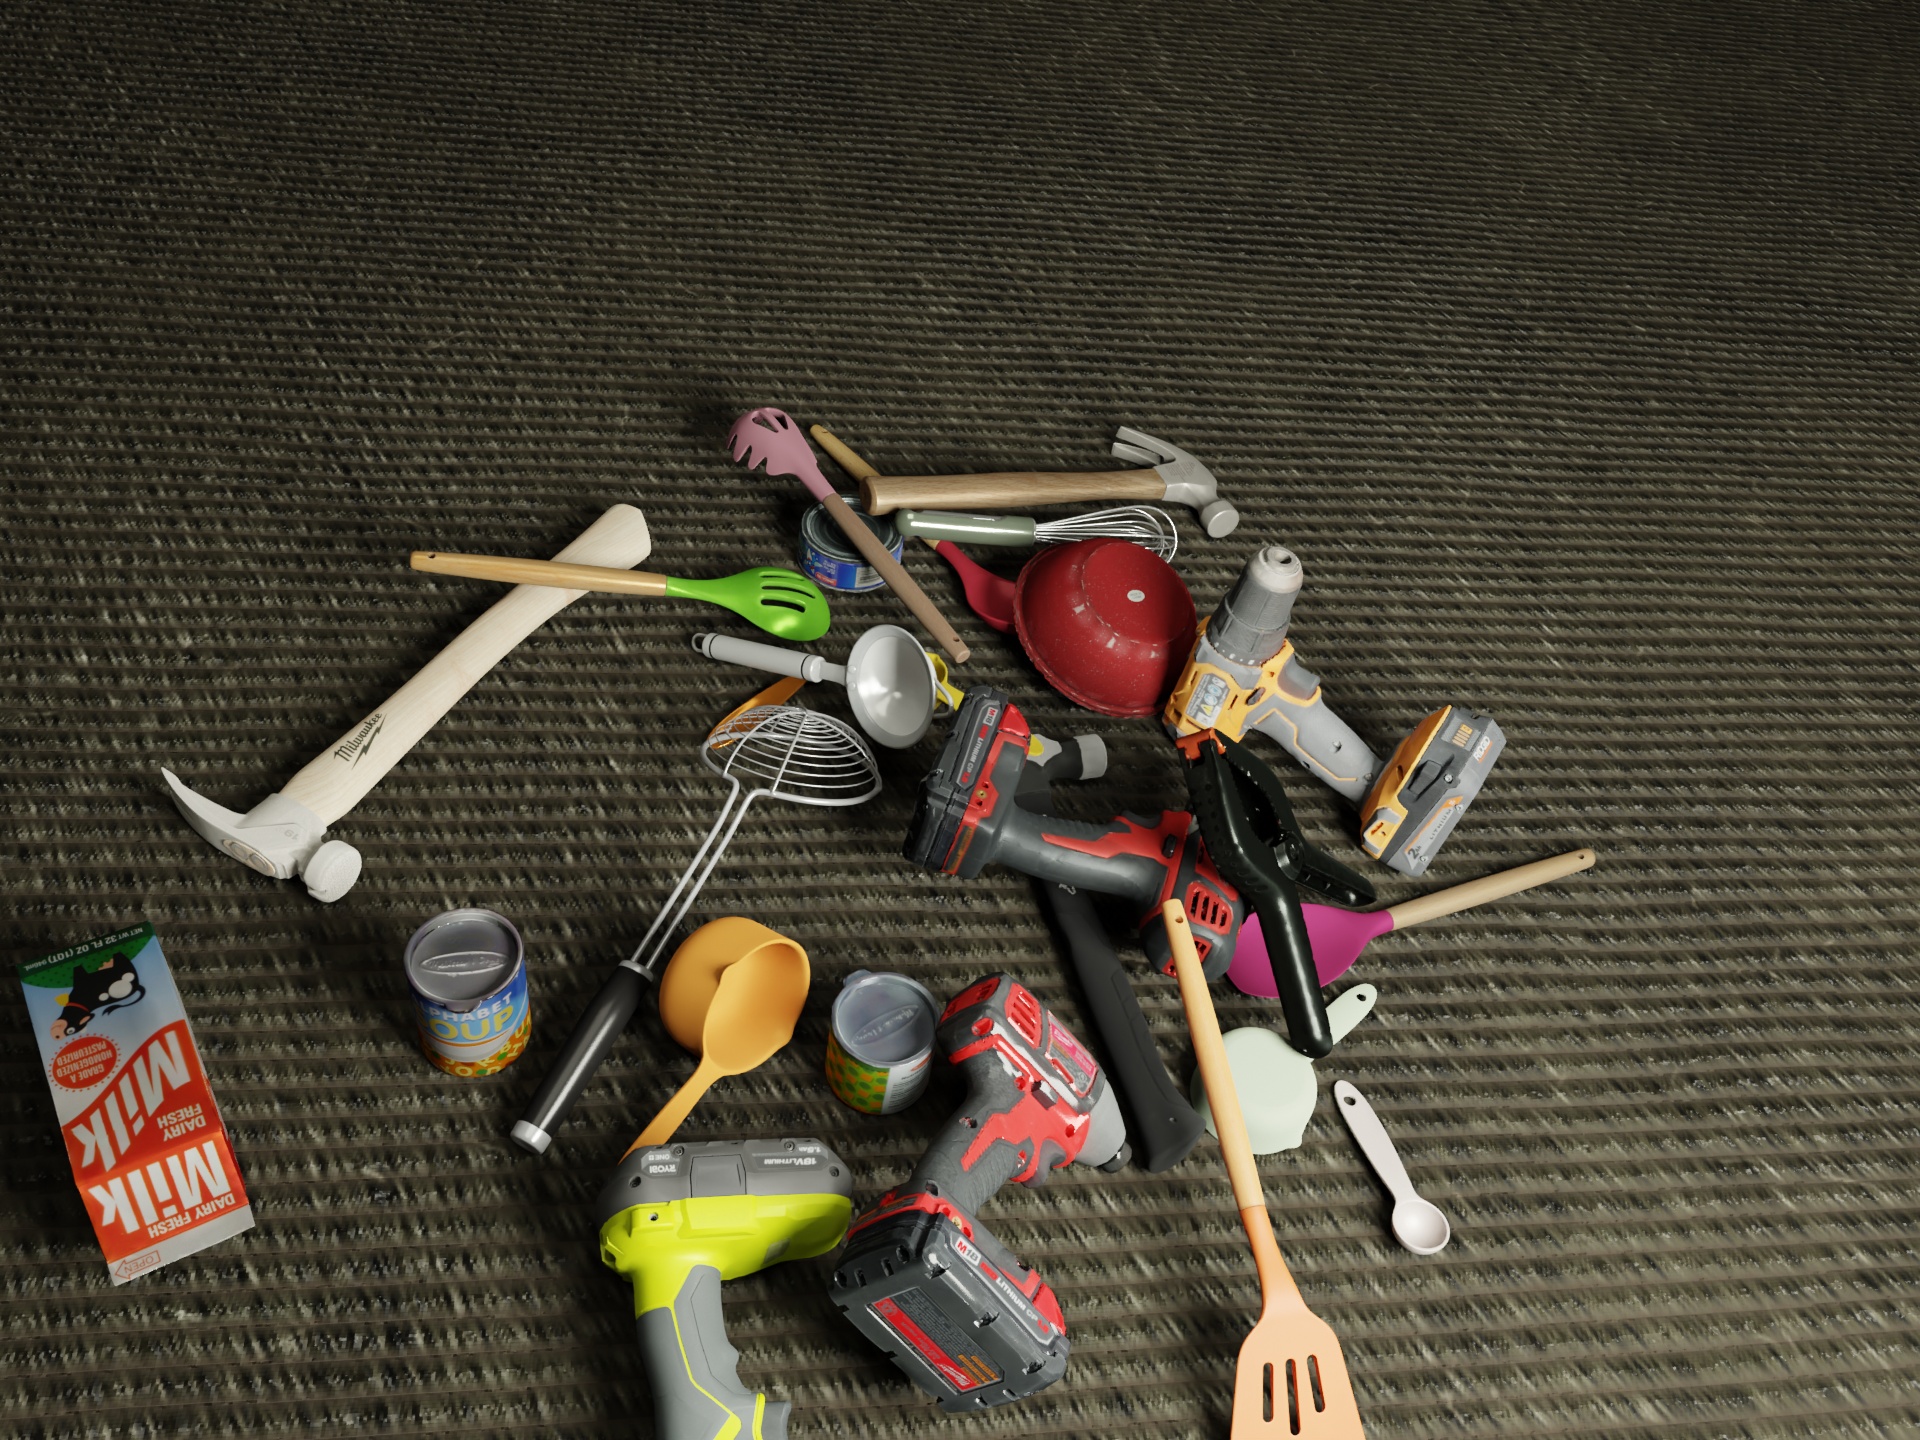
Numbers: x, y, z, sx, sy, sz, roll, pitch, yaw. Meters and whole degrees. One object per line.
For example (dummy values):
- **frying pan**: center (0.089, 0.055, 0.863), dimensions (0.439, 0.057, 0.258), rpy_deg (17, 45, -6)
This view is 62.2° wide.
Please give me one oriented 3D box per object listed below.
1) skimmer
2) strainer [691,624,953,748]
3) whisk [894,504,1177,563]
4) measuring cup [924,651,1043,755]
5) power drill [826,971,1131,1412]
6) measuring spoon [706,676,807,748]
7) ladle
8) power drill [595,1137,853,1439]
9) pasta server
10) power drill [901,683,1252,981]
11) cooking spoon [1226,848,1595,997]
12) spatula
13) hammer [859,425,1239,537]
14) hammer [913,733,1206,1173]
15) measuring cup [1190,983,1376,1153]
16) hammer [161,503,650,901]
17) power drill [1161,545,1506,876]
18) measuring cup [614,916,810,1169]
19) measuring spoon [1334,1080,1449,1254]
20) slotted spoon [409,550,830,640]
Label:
- **skimmer**: center (-0.170, 0.126, 1.027), dimensions (0.127, 0.090, 0.363), rpy_deg (18, 57, 17)
- **strainer**: center (-0.097, -0.038, 1.139), dimensions (0.258, 0.087, 0.050), rpy_deg (13, 18, 33)
- **whisk**: center (0.065, -0.154, 1.301), dimensions (0.246, 0.059, 0.058), rpy_deg (3, 9, -18)
- **measuring cup**: center (-0.002, -0.004, 1.165), dimensions (0.157, 0.029, 0.062), rpy_deg (32, 46, 30)
- **power drill**: center (0.025, 0.255, 0.877), dimensions (0.143, 0.078, 0.220), rpy_deg (48, 35, -13)
- **measuring spoon**: center (-0.143, -0.011, 1.175), dimensions (0.021, 0.011, 0.117), rpy_deg (36, 55, 21)
- **ladle**: center (-0.032, -0.161, 1.323), dimensions (0.069, 0.031, 0.316), rpy_deg (-19, 51, -38)
- **power drill**: center (-0.107, 0.335, 0.814), dimensions (0.171, 0.080, 0.223), rpy_deg (1, 50, -16)
- **pasta server**: center (-0.089, -0.151, 1.257), dimensions (0.060, 0.040, 0.316), rpy_deg (-24, 59, -29)
- **power drill**: center (0.093, 0.059, 1.061), dimensions (0.226, 0.080, 0.188), rpy_deg (22, 46, 2)
- **cooking spoon**: center (0.321, 0.135, 1.118), dimensions (0.319, 0.017, 0.069), rpy_deg (-13, 51, -21)
- **spatula**: center (0.156, 0.256, 0.907), dimensions (0.081, 0.041, 0.323), rpy_deg (-4, 62, -14)
- **hammer**: center (0.070, -0.199, 1.351), dimensions (0.331, 0.031, 0.130), rpy_deg (-6, 46, -26)
- **hammer**: center (0.077, 0.143, 1.054), dimensions (0.146, 0.035, 0.335), rpy_deg (-7, 49, -18)
- **measuring cup**: center (0.218, 0.207, 1.016), dimensions (0.167, 0.038, 0.083), rpy_deg (-32, 60, -31)
- **hammer**: center (-0.368, -0.042, 1.143), dimensions (0.146, 0.038, 0.411), rpy_deg (25, 47, 14)
- **power drill**: center (0.267, -0.011, 1.133), dimensions (0.226, 0.185, 0.084), rpy_deg (32, 48, 15)
- **measuring cup**: center (-0.164, 0.193, 0.944), dimensions (0.052, 0.095, 0.174), rpy_deg (25, 67, 34)
- **measuring spoon**: center (0.260, 0.276, 0.981), dimensions (0.034, 0.018, 0.124), rpy_deg (-6, 42, -16)
- **slotted spoon**: center (-0.247, -0.102, 1.190), dimensions (0.313, 0.031, 0.070), rpy_deg (5, 51, -18)
